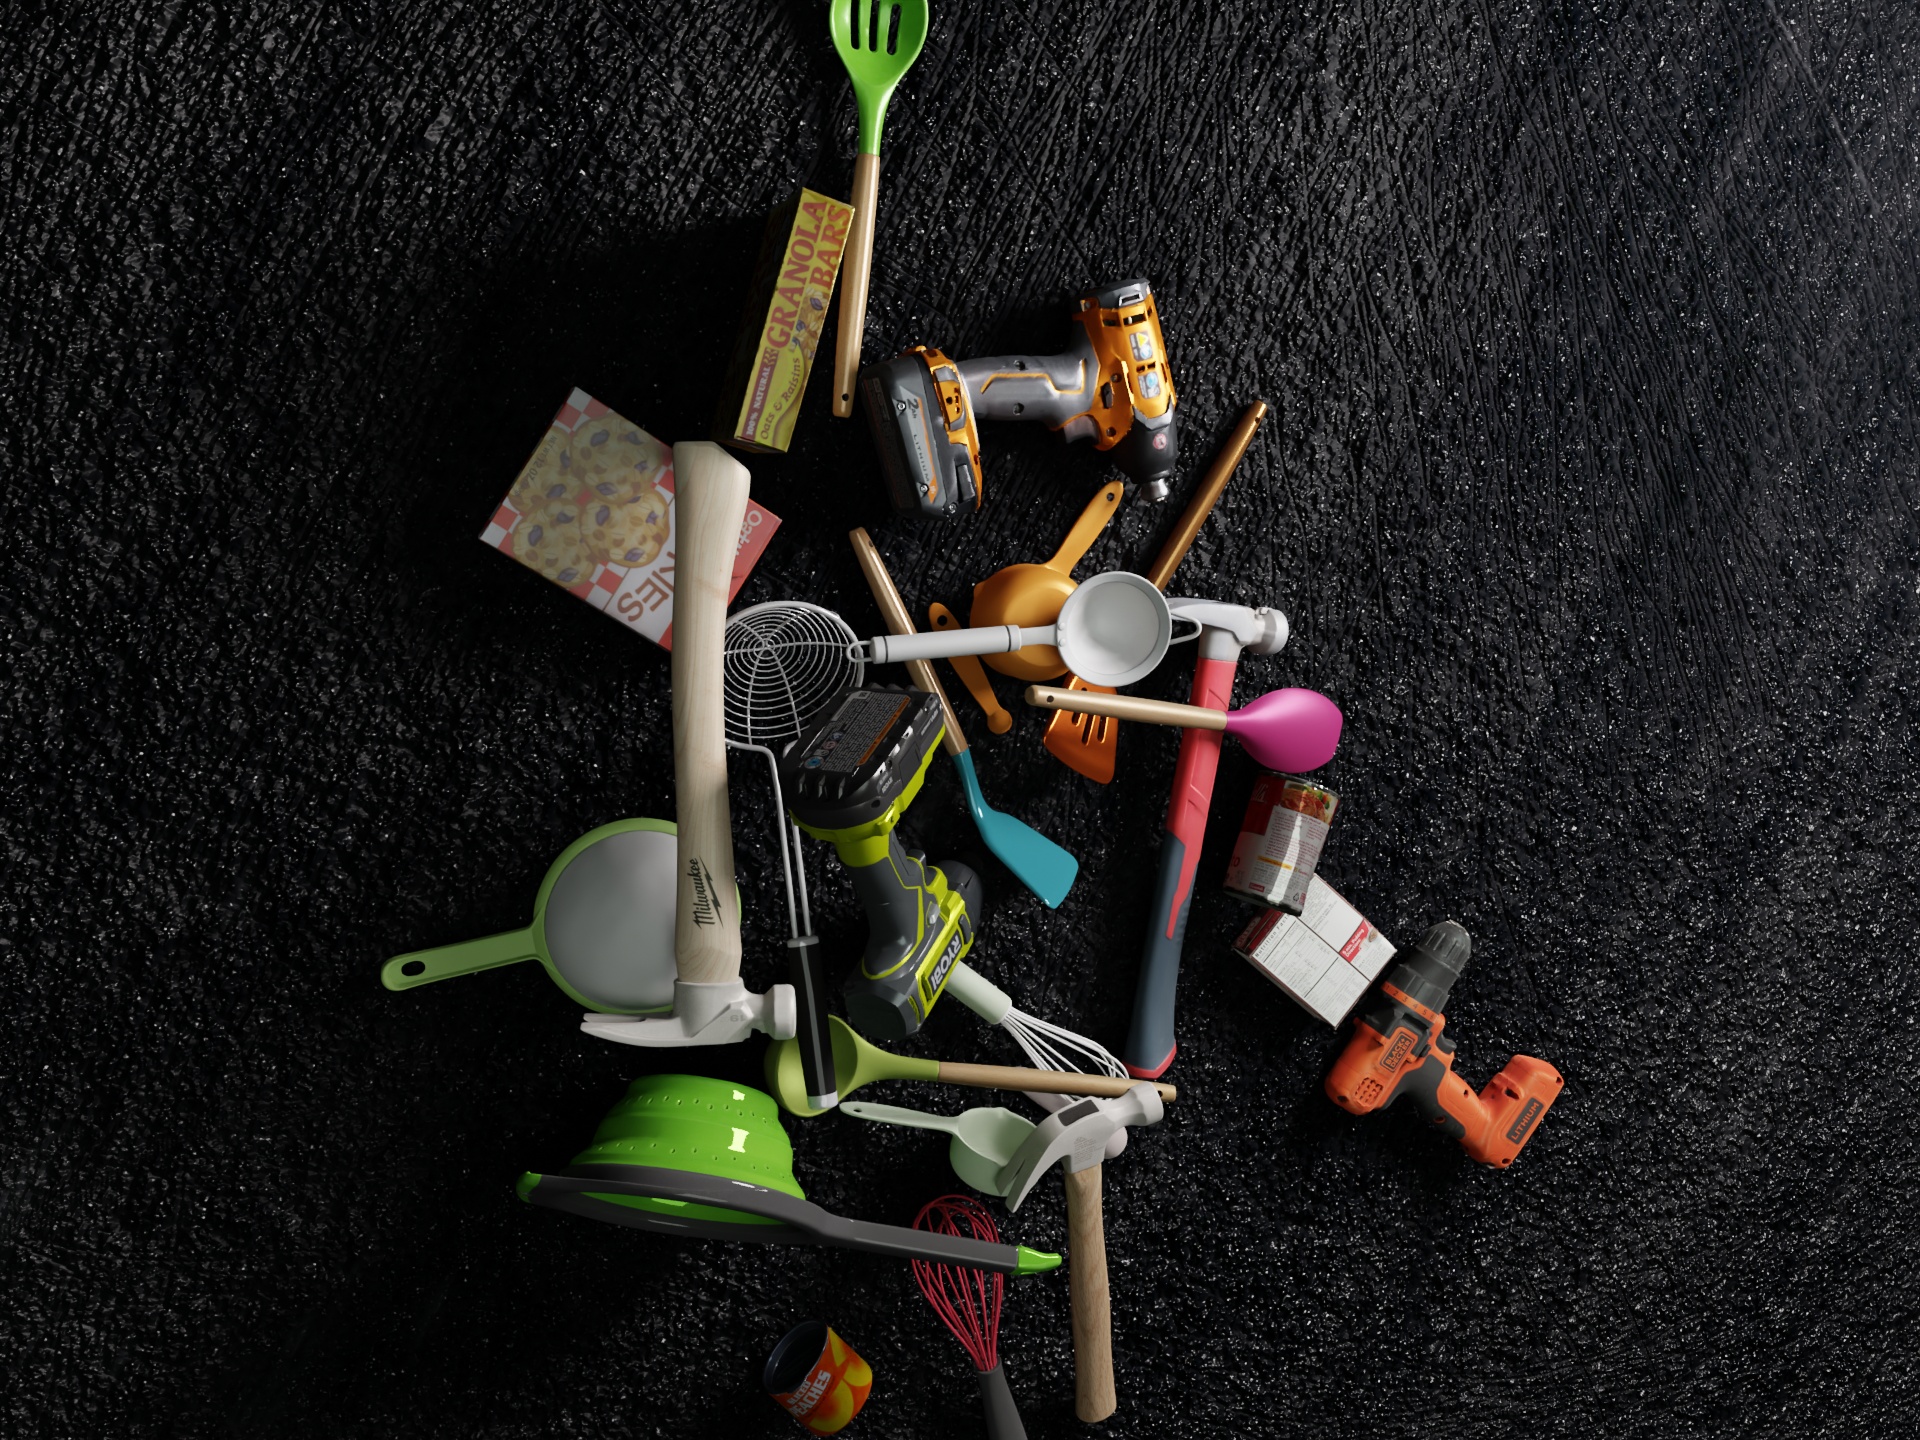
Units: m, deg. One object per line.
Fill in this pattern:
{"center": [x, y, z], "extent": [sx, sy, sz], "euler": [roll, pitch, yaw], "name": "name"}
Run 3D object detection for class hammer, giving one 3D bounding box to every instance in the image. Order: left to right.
{"center": [-0.185, 0.020, 1.076], "extent": [0.146, 0.038, 0.410], "euler": [-1, 98, -9], "name": "hammer"}
{"center": [0.099, 0.435, 1.259], "extent": [0.130, 0.031, 0.331], "euler": [-14, 119, -18], "name": "hammer"}
{"center": [0.163, 0.097, 1.253], "extent": [0.143, 0.038, 0.386], "euler": [3, 101, -35], "name": "hammer"}

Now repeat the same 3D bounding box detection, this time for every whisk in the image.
{"center": [0.017, 0.503, 1.283], "extent": [0.073, 0.073, 0.295], "euler": [-19, 110, -13], "name": "whisk"}
{"center": [0.038, 0.232, 1.250], "extent": [0.246, 0.059, 0.058], "euler": [39, 129, -15], "name": "whisk"}

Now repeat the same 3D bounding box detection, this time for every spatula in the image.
{"center": [-0.002, -0.004, 1.196], "extent": [0.044, 0.082, 0.317], "euler": [-20, 103, 25], "name": "spatula"}
{"center": [0.158, -0.106, 1.230], "extent": [0.081, 0.041, 0.322], "euler": [32, 87, -35], "name": "spatula"}

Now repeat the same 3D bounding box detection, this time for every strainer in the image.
{"center": [-0.278, 0.159, 1.127], "extent": [0.256, 0.069, 0.151], "euler": [-11, 102, -16], "name": "strainer"}
{"center": [0.044, -0.062, 1.147], "extent": [0.258, 0.050, 0.086], "euler": [-6, 108, -13], "name": "strainer"}

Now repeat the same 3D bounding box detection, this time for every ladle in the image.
{"center": [0.010, 0.273, 1.210], "extent": [0.320, 0.062, 0.078], "euler": [7, 90, -6], "name": "ladle"}

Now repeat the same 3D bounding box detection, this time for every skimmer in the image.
{"center": [-0.115, 0.099, 1.130], "extent": [0.127, 0.090, 0.363], "euler": [-7, 89, -17], "name": "skimmer"}

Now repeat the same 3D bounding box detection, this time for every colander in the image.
{"center": [-0.114, 0.329, 1.159], "extent": [0.397, 0.204, 0.095], "euler": [13, 64, -11], "name": "colander"}

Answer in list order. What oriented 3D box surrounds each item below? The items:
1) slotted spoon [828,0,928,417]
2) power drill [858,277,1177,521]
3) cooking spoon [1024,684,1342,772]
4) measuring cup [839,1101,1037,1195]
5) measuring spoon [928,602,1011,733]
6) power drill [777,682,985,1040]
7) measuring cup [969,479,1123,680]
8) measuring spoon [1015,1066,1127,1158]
{"center": [-0.070, -0.374, 1.126], "extent": [0.070, 0.031, 0.313], "euler": [3, 100, -17], "name": "slotted spoon"}
{"center": [0.055, -0.216, 1.162], "extent": [0.226, 0.084, 0.164], "euler": [-20, 104, -17], "name": "power drill"}
{"center": [0.178, -0.002, 1.203], "extent": [0.318, 0.017, 0.068], "euler": [7, 99, -34], "name": "cooking spoon"}
{"center": [-0.015, 0.331, 1.244], "extent": [0.167, 0.083, 0.038], "euler": [12, 107, -2], "name": "measuring cup"}
{"center": [0.008, -0.039, 1.211], "extent": [0.021, 0.011, 0.116], "euler": [-33, 107, -9], "name": "measuring spoon"}
{"center": [-0.043, 0.091, 1.129], "extent": [0.171, 0.080, 0.223], "euler": [-56, 141, -45], "name": "power drill"}
{"center": [0.079, -0.108, 1.199], "extent": [0.095, 0.052, 0.173], "euler": [34, 90, -19], "name": "measuring cup"}
{"center": [0.089, 0.319, 1.291], "extent": [0.124, 0.018, 0.034], "euler": [39, 87, -18], "name": "measuring spoon"}
